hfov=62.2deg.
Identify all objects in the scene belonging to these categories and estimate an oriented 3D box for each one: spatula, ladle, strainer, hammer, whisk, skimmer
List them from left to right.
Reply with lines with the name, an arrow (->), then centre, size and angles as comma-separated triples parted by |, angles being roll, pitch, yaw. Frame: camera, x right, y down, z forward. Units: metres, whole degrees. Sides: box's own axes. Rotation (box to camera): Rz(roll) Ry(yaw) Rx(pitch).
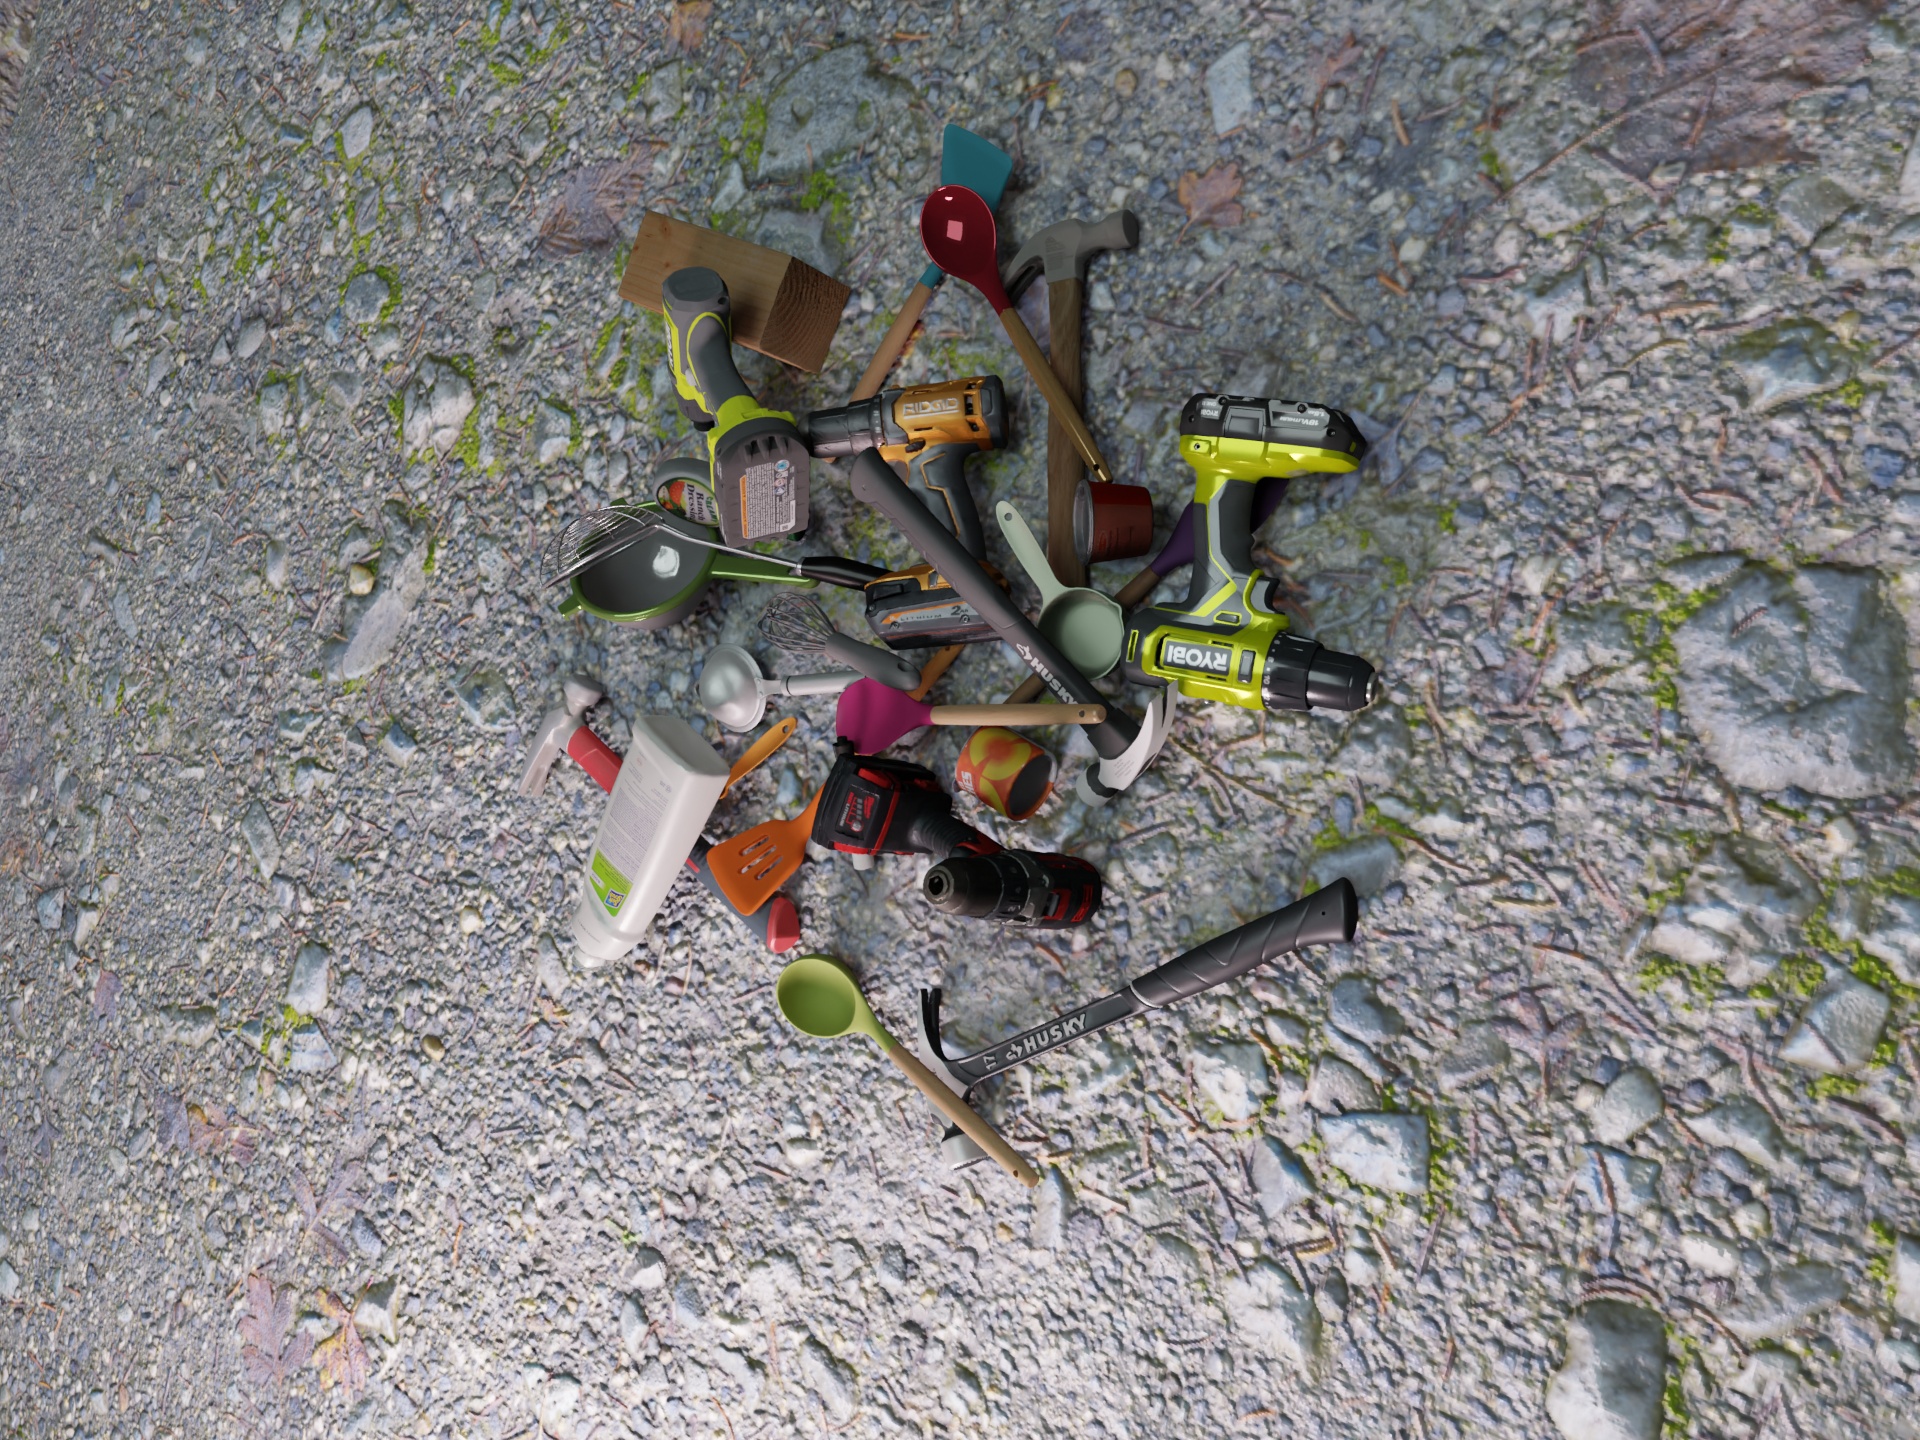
hammer -> -0.295, 0.112, 1.544 | 0.387, 0.038, 0.143 | 38, 106, 31
strainer -> -0.248, -0.134, 1.534 | 0.256, 0.069, 0.152 | 7, 57, 17
skimmer -> -0.204, -0.125, 1.442 | 0.363, 0.127, 0.090 | 14, 108, 10
strainer -> -0.165, -0.033, 1.468 | 0.258, 0.050, 0.087 | -4, 100, 33
whisk -> -0.106, -0.067, 1.405 | 0.239, 0.055, 0.055 | 26, 99, 47
spatula -> -0.106, 0.042, 1.422 | 0.322, 0.041, 0.081 | -48, 59, 17
ladle -> -0.049, 0.289, 1.308 | 0.320, 0.062, 0.078 | 33, 120, 45
spatula -> -0.051, -0.374, 1.437 | 0.082, 0.044, 0.317 | 38, 106, 24
hammer -> 0.033, -0.087, 1.246 | 0.335, 0.035, 0.146 | 48, 144, 6
ladle -> 0.051, -0.323, 1.334 | 0.069, 0.031, 0.316 | -38, 68, 28
hammer -> 0.086, -0.257, 1.338 | 0.130, 0.031, 0.331 | -4, 82, 33
hammer -> 0.128, 0.218, 1.249 | 0.409, 0.036, 0.149 | -30, 68, 27
spatula -> 0.141, -0.102, 1.289 | 0.316, 0.018, 0.060 | -43, 62, 21

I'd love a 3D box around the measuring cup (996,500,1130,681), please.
measuring cup -> 0.079, -0.107, 1.287 | 0.083, 0.038, 0.168 | -35, 78, 23

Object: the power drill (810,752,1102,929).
power drill -> -0.018, 0.103, 1.273 | 0.227, 0.187, 0.080 | 25, 100, 37

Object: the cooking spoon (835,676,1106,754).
cooking spoon -> -0.002, -0.004, 1.305 | 0.319, 0.017, 0.069 | 0, 84, 48

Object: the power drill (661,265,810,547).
power drill -> -0.206, -0.268, 1.414 | 0.171, 0.080, 0.223 | 98, 151, -54

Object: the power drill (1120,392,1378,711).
power drill -> 0.230, -0.120, 1.193 | 0.191, 0.080, 0.228 | 11, 96, 26

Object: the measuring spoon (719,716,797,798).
measuring spoon -> -0.193, 0.036, 1.504 | 0.117, 0.011, 0.021 | -41, 59, 19

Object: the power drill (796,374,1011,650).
power drill -> -0.046, -0.178, 1.359 | 0.185, 0.084, 0.226 | -5, 79, 9
